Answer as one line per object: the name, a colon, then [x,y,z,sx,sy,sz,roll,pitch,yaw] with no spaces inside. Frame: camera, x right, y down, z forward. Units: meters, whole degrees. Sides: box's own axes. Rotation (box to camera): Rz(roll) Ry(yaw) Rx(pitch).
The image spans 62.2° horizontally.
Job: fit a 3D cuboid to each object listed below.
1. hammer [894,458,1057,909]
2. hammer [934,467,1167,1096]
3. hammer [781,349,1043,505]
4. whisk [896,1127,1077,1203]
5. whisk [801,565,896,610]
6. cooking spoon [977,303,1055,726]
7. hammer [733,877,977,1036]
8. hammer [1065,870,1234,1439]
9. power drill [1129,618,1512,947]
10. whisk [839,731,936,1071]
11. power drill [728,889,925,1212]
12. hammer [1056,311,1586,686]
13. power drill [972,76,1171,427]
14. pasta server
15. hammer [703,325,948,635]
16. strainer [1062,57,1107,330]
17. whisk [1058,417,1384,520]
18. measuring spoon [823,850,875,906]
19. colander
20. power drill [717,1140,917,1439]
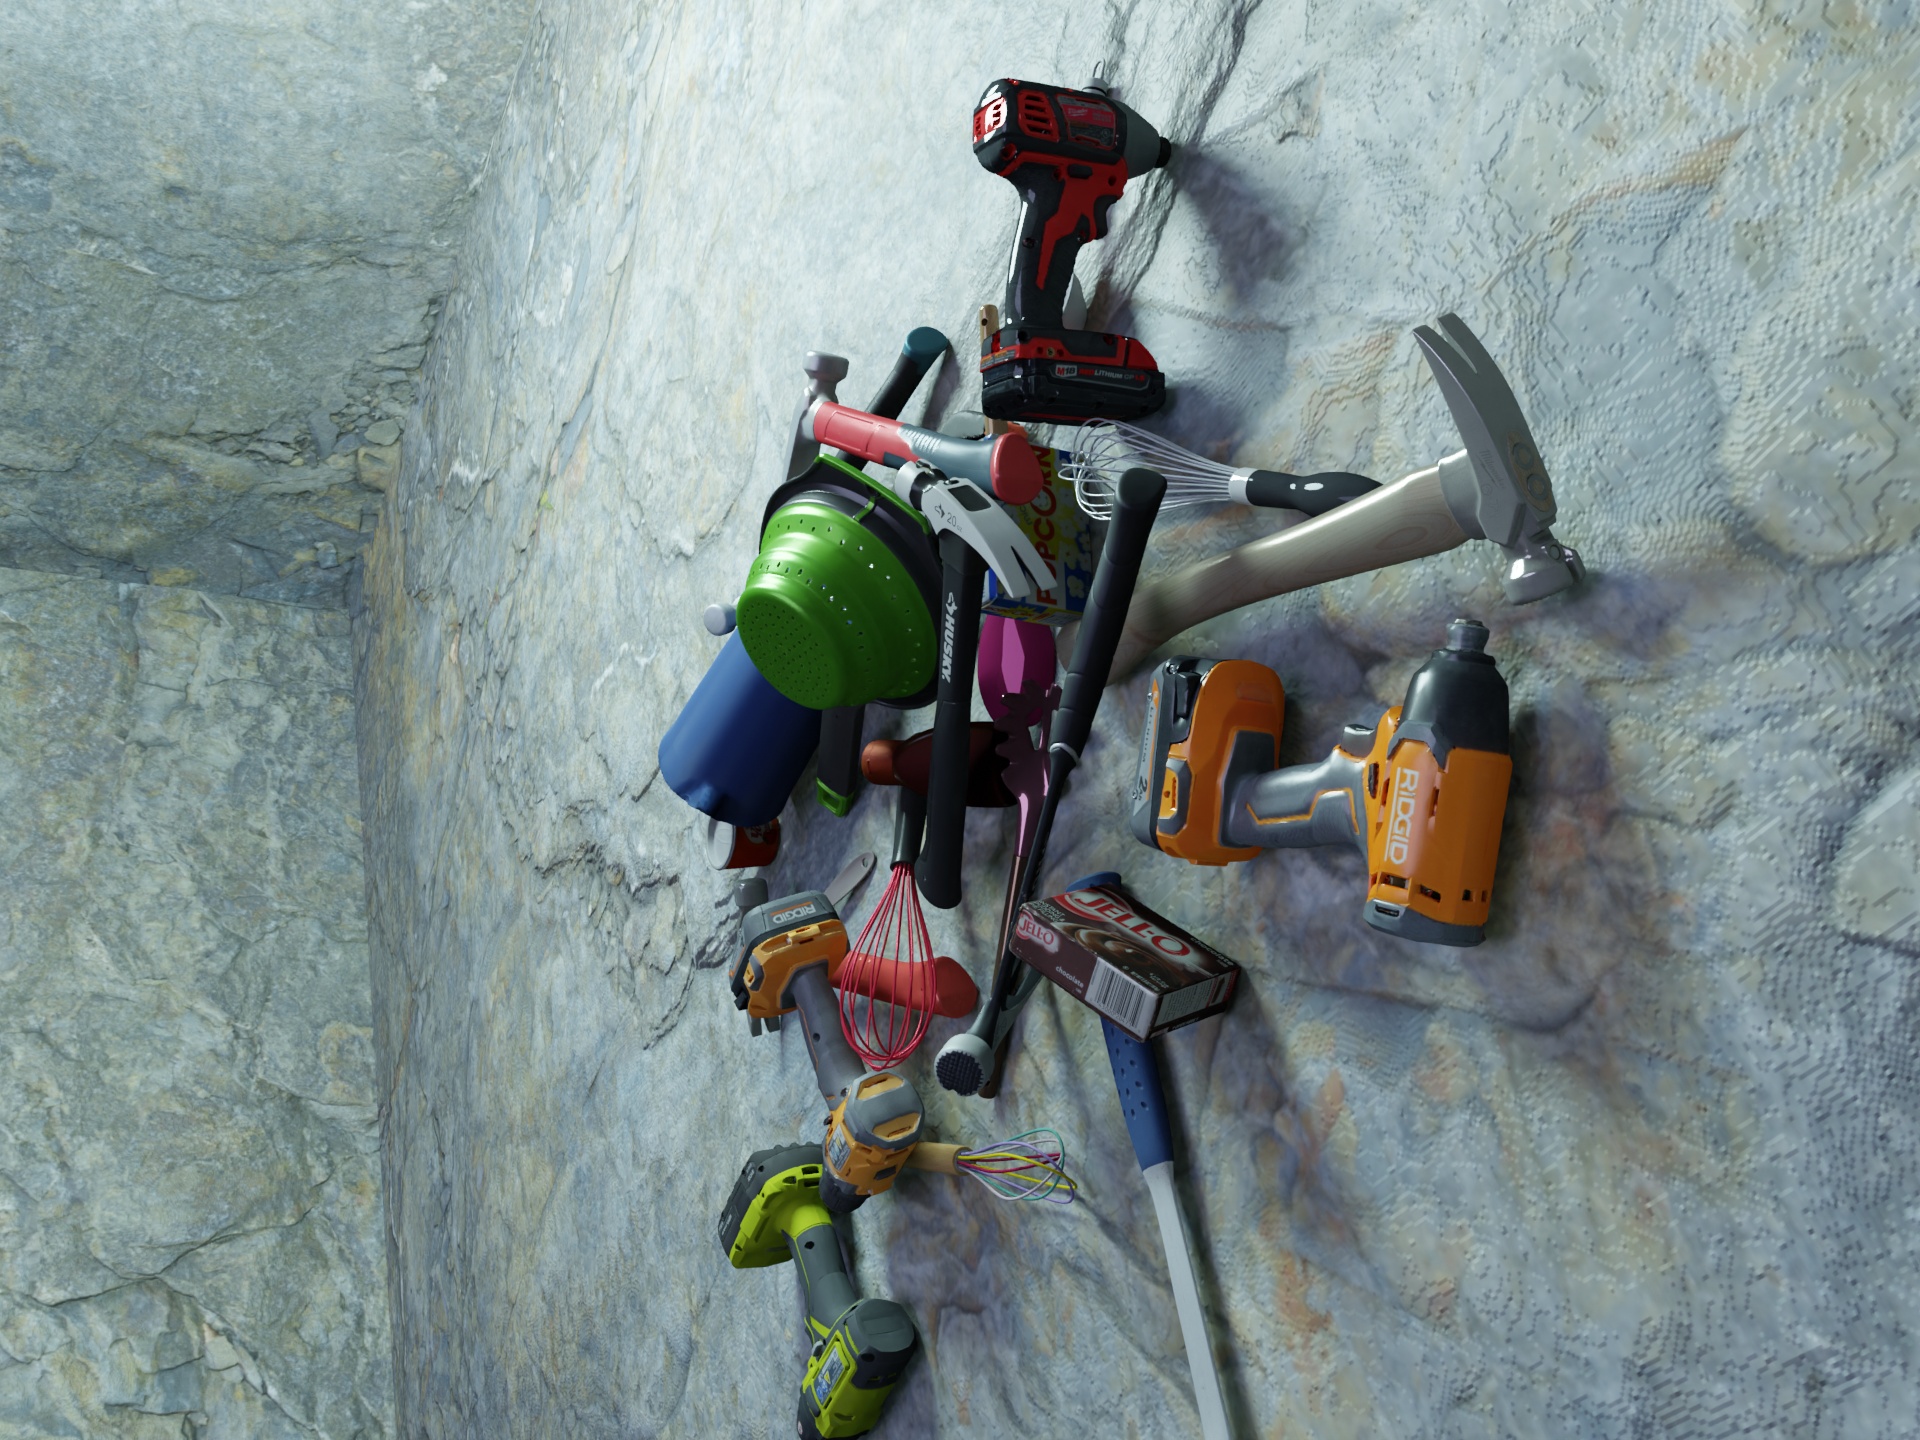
hammer: [-0.002,-0.004,1.114,0.146,0.035,0.334,41,138,43]
hammer: [0.065,0.038,1.024,0.036,0.149,0.408,19,110,13]
hammer: [-0.049,-0.192,1.199,0.387,0.038,0.143,32,113,59]
whisk: [0.011,0.321,1.166,0.245,0.047,0.051,-20,69,60]
whisk: [-0.046,-0.110,1.287,0.246,0.059,0.058,5,57,42]
cooking spoon: [0.031,-0.153,1.190,0.069,0.017,0.319,-5,88,34]
hammer: [-0.100,0.222,1.359,0.359,0.036,0.149,0,98,56]
hammer: [0.121,0.291,0.992,0.144,0.035,0.406,-44,49,47]
power drill: [0.200,0.020,0.873,0.227,0.084,0.164,13,95,55]
whisk: [-0.046,0.132,1.233,0.073,0.073,0.296,-44,32,47]
power drill: [-0.110,0.274,1.274,0.226,0.084,0.185,61,150,27]
hammer: [0.171,-0.096,0.938,0.410,0.038,0.146,-20,95,60]
power drill: [0.080,-0.316,1.083,0.078,0.143,0.219,2,93,63]
pasta server: [0.040,0.126,1.156,0.060,0.040,0.316,11,98,16]
hammer: [-0.112,-0.210,1.419,0.033,0.128,0.331,44,119,11]
strainer: [0.081,-0.366,1.176,0.087,0.050,0.258,6,84,66]
whisk: [0.158,-0.150,0.996,0.285,0.070,0.070,20,101,53]
measuring spoon: [-0.105,0.153,1.420,0.124,0.018,0.034,-46,57,36]
colander: [-0.113,-0.025,1.271,0.205,0.094,0.396,35,144,18]
power drill: [-0.125,0.484,1.331,0.223,0.080,0.171,57,132,42]
